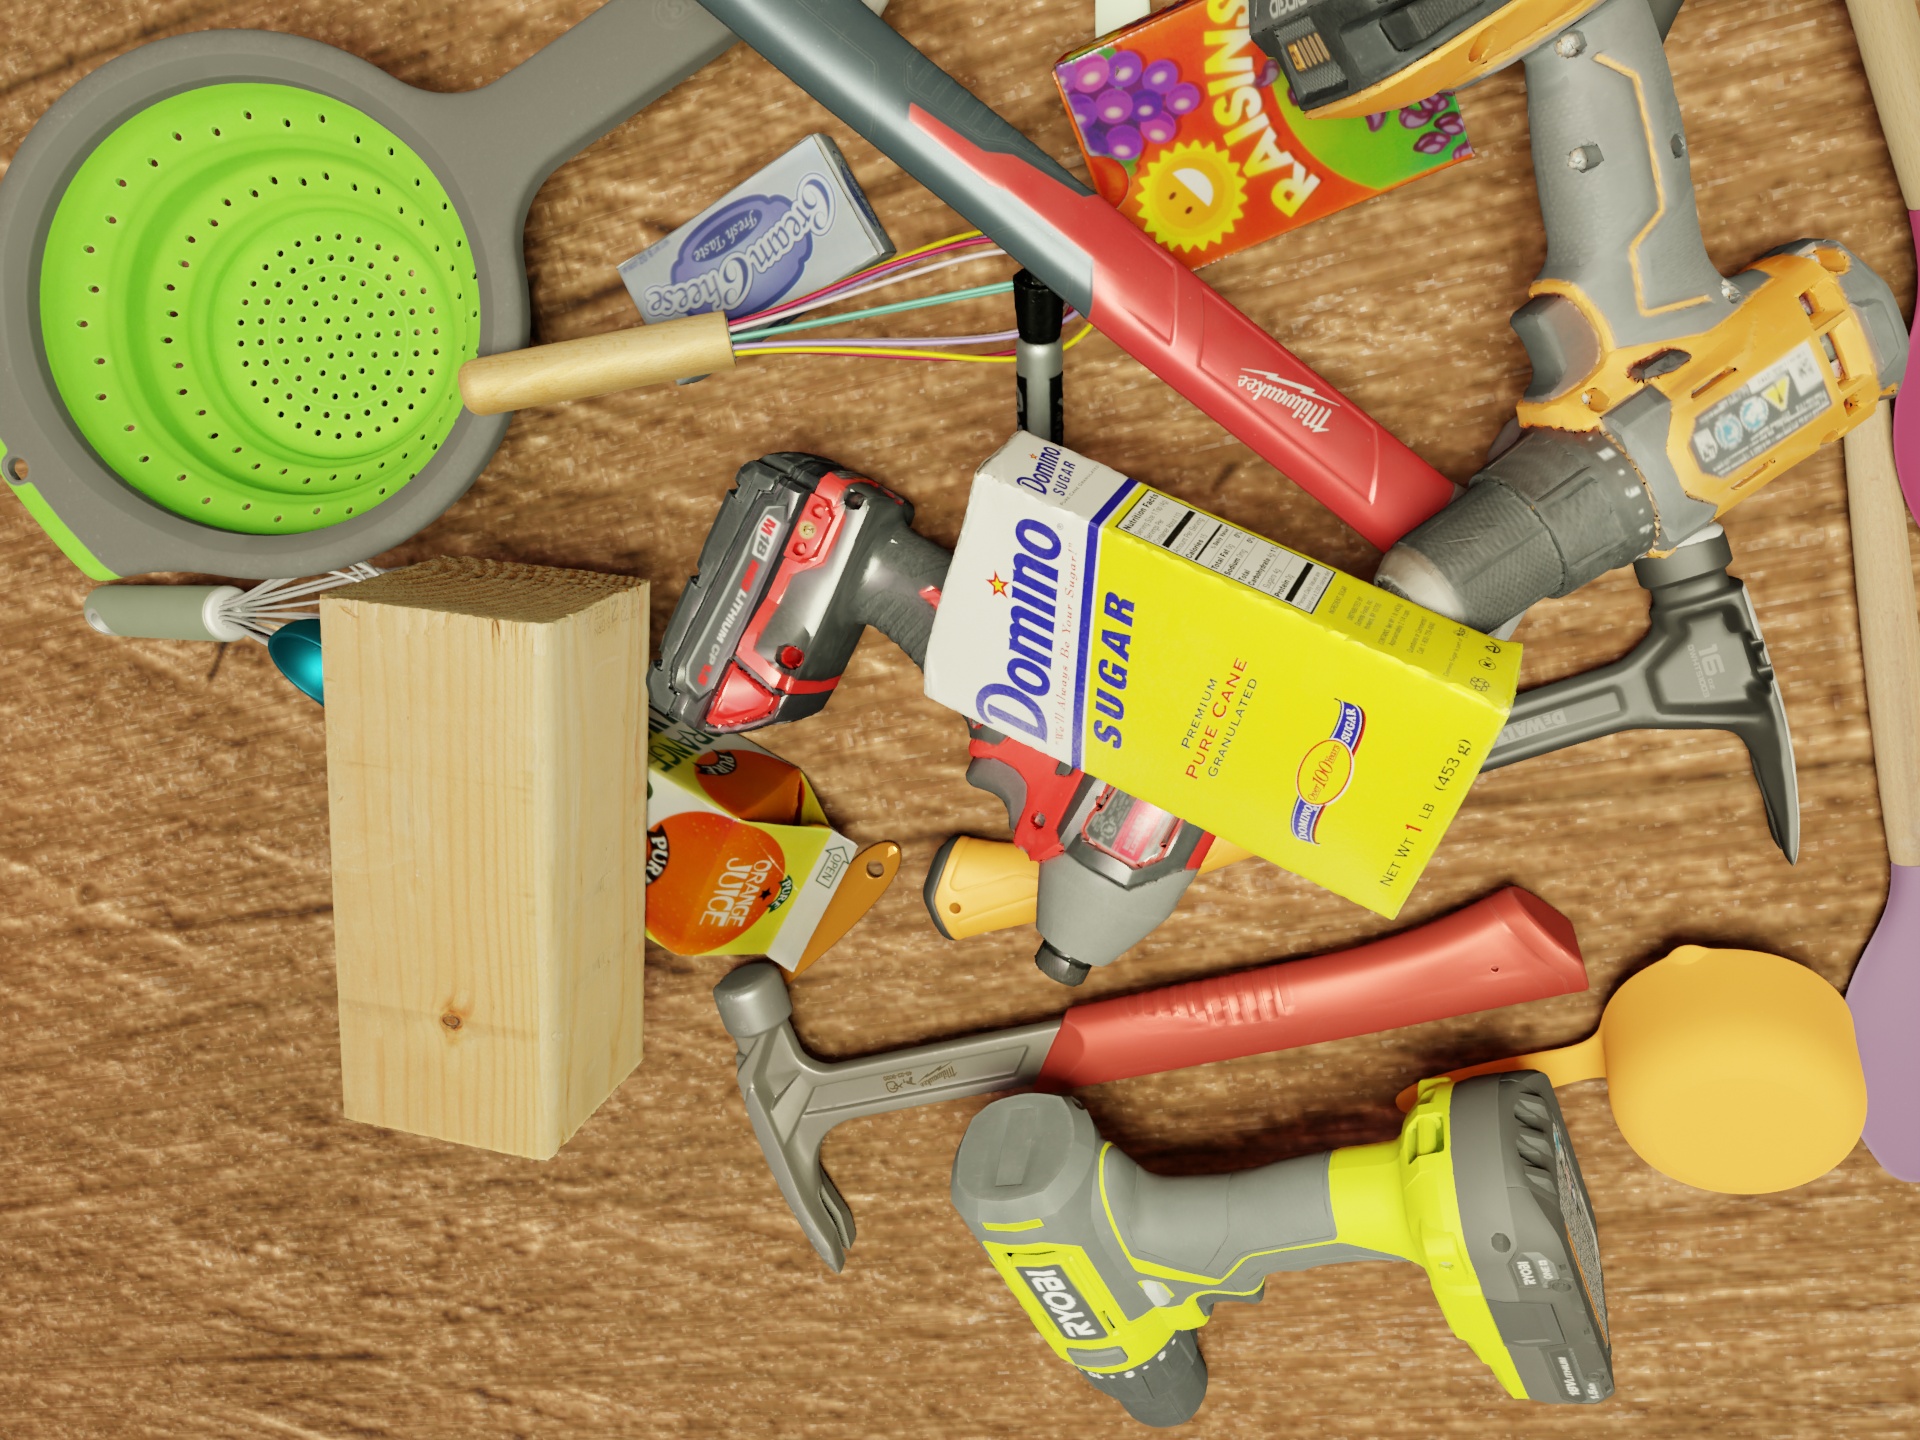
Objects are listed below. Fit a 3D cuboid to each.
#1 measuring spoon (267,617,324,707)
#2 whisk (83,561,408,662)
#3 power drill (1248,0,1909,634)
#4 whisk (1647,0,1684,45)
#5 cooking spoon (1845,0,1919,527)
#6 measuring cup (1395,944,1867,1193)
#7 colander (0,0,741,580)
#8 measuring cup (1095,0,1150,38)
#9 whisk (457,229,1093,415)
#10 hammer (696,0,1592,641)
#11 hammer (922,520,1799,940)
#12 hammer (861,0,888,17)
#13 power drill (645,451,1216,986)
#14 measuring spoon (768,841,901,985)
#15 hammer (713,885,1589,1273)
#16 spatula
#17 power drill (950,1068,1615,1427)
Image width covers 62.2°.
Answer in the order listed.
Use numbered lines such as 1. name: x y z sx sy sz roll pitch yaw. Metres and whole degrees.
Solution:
1. measuring spoon: -0.230 0.004 0.634 0.042 0.021 0.128 10 142 22
2. whisk: -0.315 -0.047 0.697 0.246 0.059 0.057 4 136 35
3. power drill: 0.174 -0.147 0.493 0.185 0.084 0.226 -34 108 -4
4. whisk: 0.260 -0.345 0.477 0.073 0.073 0.295 21 115 9
5. cooking spoon: 0.301 -0.189 0.502 0.069 0.017 0.318 -23 108 13
6. measuring cup: 0.250 0.146 0.607 0.173 0.052 0.095 -20 118 27
7. colander: -0.200 -0.205 0.639 0.397 0.094 0.204 -33 96 3
8. measuring cup: 0.052 -0.285 0.560 0.083 0.038 0.167 -1 104 16
9. whisk: -0.064 -0.143 0.593 0.245 0.051 0.047 -12 115 -3
10. hammer: 0.035 -0.143 0.530 0.386 0.038 0.143 36 81 -10
11. hammer: 0.142 0.036 0.626 0.337 0.034 0.127 -18 98 20
12. hammer: -0.140 -0.375 0.581 0.331 0.031 0.130 29 91 12
13. power drill: -0.001 -0.002 0.613 0.220 0.078 0.143 28 102 13
14. measuring spoon: -0.065 0.095 0.712 0.021 0.011 0.117 43 111 1
15. hammer: 0.076 0.141 0.669 0.359 0.037 0.149 -15 106 18
16. spatula: 0.340 0.027 0.576 0.060 0.018 0.315 -9 103 16
17. power drill: 0.130 0.219 0.633 0.228 0.080 0.190 -12 126 24
